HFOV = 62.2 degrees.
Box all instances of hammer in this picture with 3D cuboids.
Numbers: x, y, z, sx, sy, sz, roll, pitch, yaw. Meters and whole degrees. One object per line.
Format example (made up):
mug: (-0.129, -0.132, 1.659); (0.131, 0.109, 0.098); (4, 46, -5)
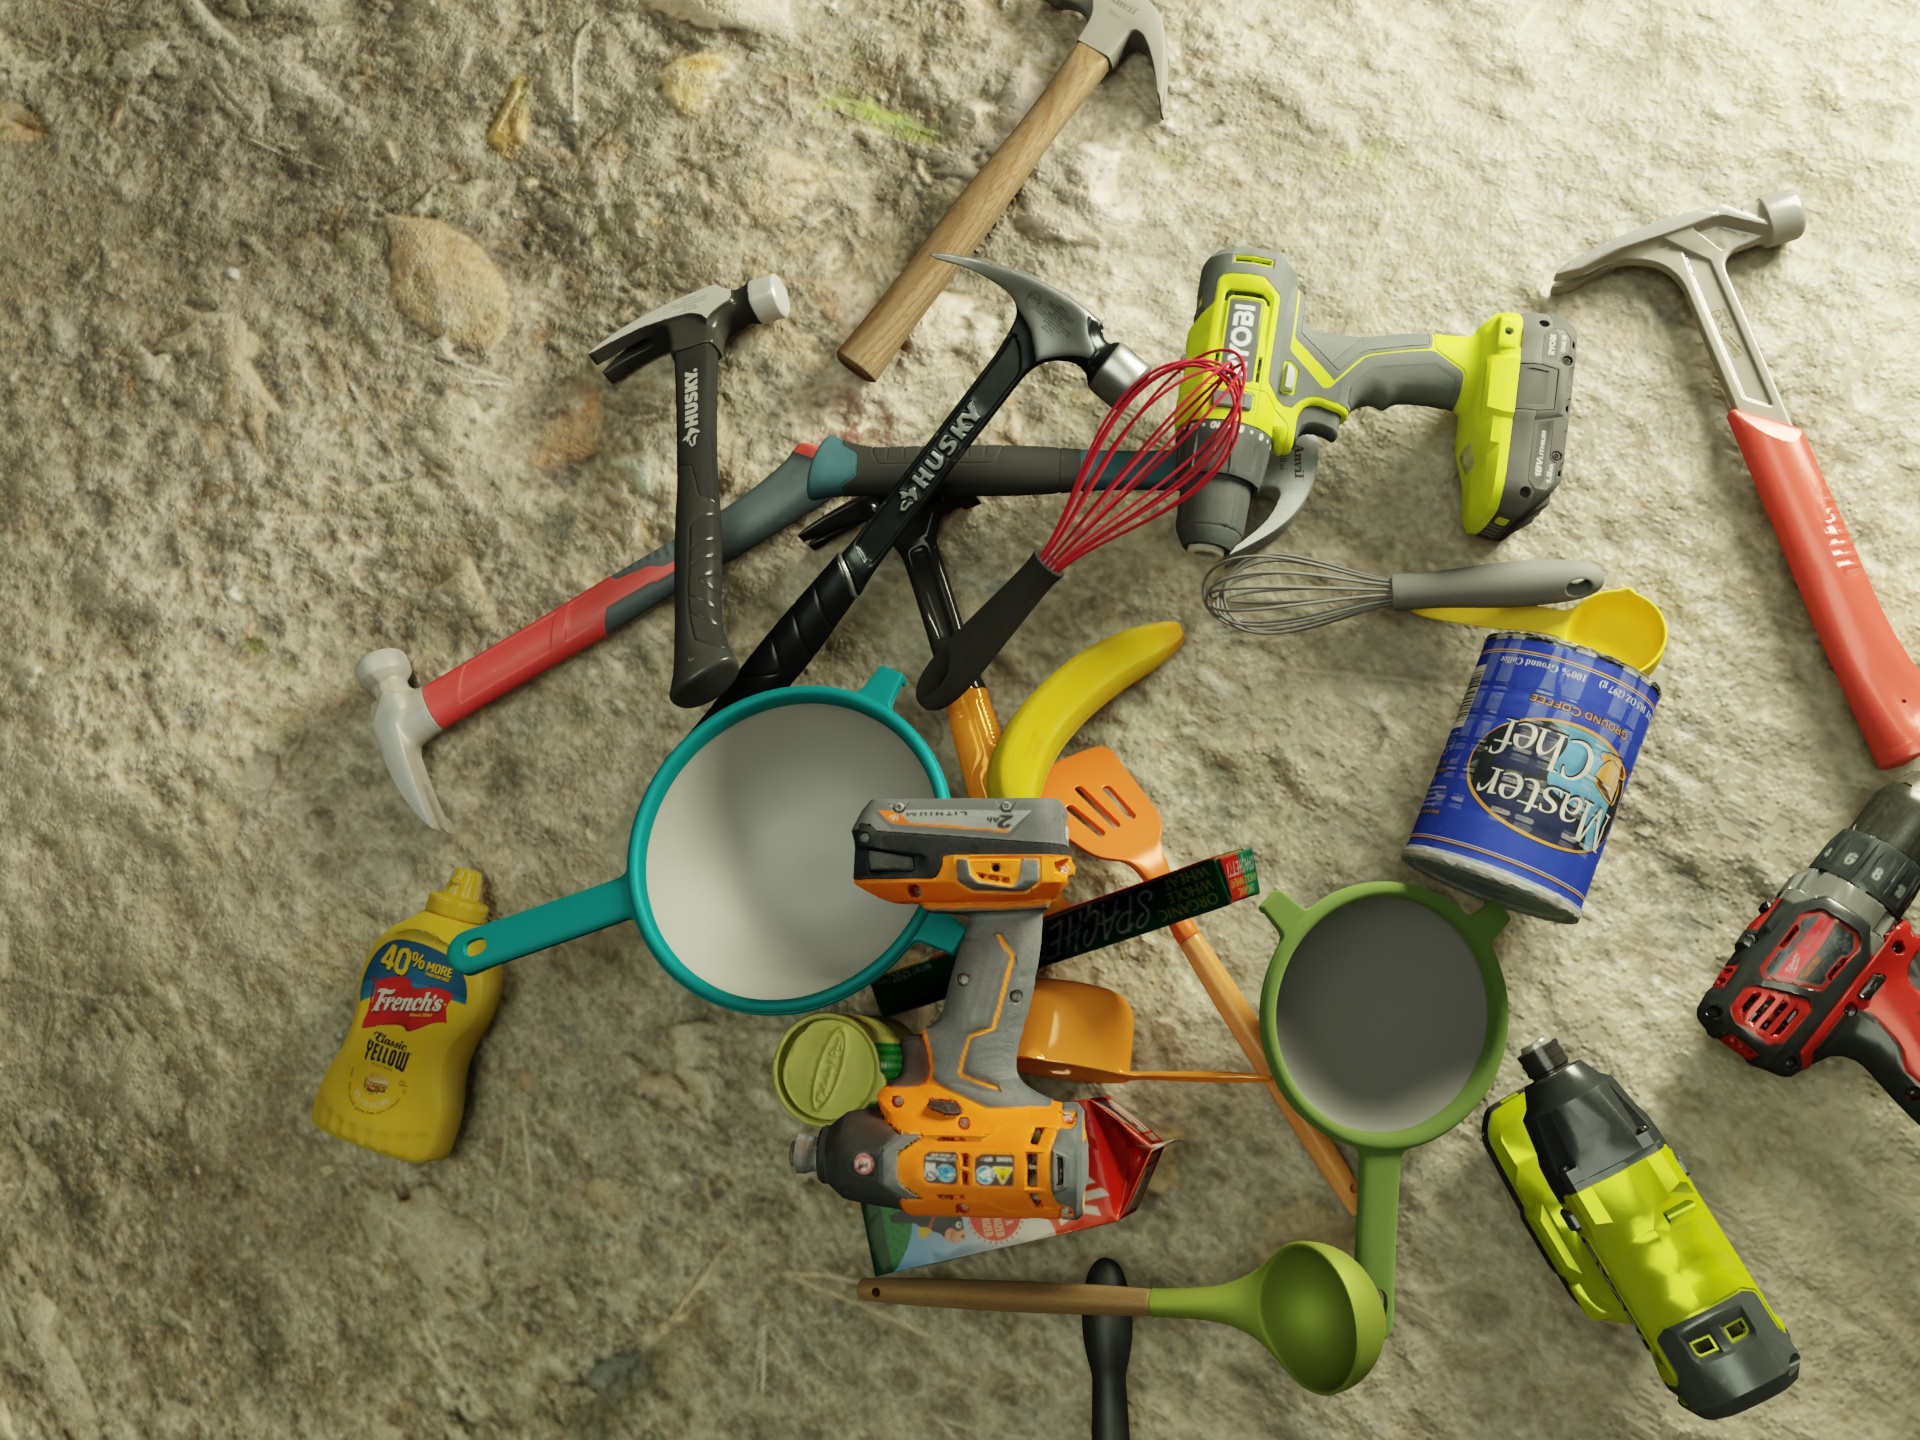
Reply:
hammer: (0.484, -0.142, 0.948); (0.149, 0.036, 0.359); (-17, 74, 10)
hammer: (-0.064, -0.112, 1.019); (0.149, 0.036, 0.409); (41, 107, 2)
hammer: (0.065, -0.164, 1.036); (0.331, 0.033, 0.128); (1, 79, 5)
hammer: (-0.183, -0.157, 1.076); (0.146, 0.035, 0.335); (-14, 59, 14)
hammer: (-0.239, -0.069, 1.114); (0.386, 0.038, 0.143); (-29, 74, 7)
hammer: (-0.002, -0.003, 1.042); (0.127, 0.034, 0.337); (-21, 74, 8)
hammer: (0.027, -0.376, 1.117); (0.130, 0.031, 0.331); (37, 89, 19)

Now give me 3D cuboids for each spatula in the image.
spatula: (0.148, 0.155, 0.967); (0.081, 0.041, 0.323); (-26, 78, -29)

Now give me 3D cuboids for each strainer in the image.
strainer: (-0.156, 0.111, 1.020); (0.340, 0.095, 0.211); (-19, 64, 9)
strainer: (0.231, 0.220, 0.919); (0.151, 0.069, 0.256); (3, 88, -12)

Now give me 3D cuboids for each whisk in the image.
whisk: (0.267, -0.082, 0.975); (0.239, 0.055, 0.055); (-2, 78, 17)
whisk: (0.066, -0.109, 0.960); (0.295, 0.073, 0.073); (-47, 70, 25)
whisk: (0.087, 0.458, 0.910); (0.070, 0.070, 0.285); (-5, 73, 13)

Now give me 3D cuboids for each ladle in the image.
ladle: (0.080, 0.333, 0.905); (0.320, 0.062, 0.078); (-6, 80, 23)

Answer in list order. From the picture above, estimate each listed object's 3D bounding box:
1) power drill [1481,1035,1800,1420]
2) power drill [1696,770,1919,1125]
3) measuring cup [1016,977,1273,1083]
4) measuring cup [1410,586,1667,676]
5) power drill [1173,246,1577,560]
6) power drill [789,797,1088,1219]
power drill: (0.329, 0.241, 0.805); (0.080, 0.223, 0.171); (-30, 73, 6)
power drill: (0.543, 0.154, 0.851); (0.227, 0.080, 0.188); (37, 89, 21)
measuring cup: (0.099, 0.184, 0.940); (0.173, 0.095, 0.052); (-2, 69, 23)
measuring cup: (0.349, -0.057, 0.975); (0.157, 0.029, 0.062); (14, 75, 29)
power drill: (0.244, -0.180, 0.974); (0.228, 0.080, 0.191); (9, 80, 5)
power drill: (-0.013, 0.158, 0.879); (0.164, 0.084, 0.226); (-1, 83, 6)
